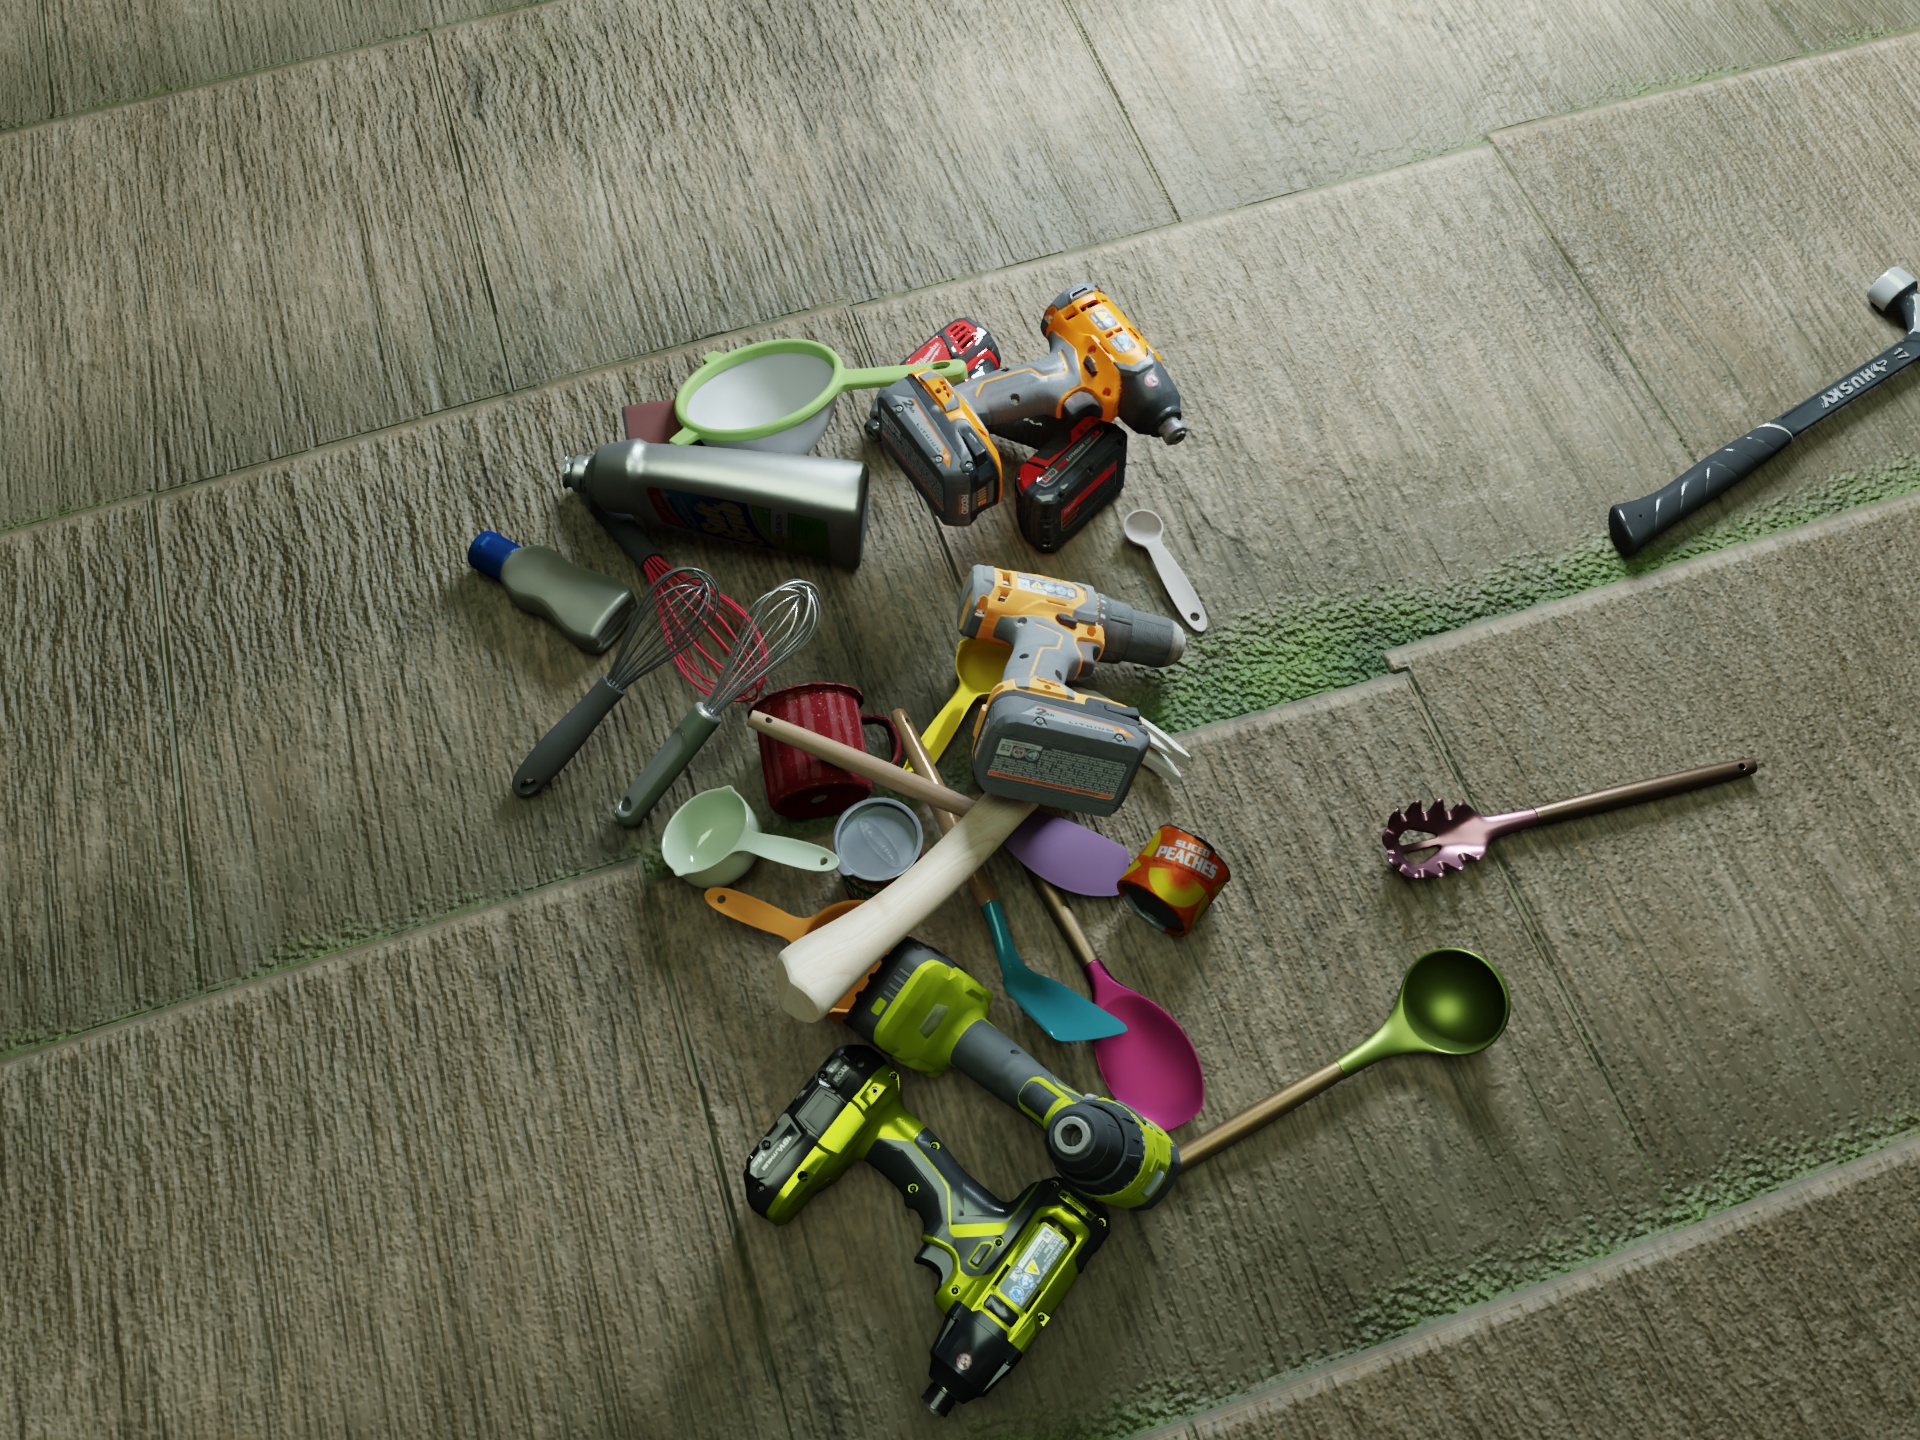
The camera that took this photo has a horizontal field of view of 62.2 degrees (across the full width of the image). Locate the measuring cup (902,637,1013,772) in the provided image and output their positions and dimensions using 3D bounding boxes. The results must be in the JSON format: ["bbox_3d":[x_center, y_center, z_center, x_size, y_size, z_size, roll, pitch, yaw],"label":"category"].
[{"bbox_3d":[-0.002,-0.004,1.296,0.062,0.029,0.156,32,80,17],"label":"measuring cup"}]

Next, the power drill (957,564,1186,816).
[{"bbox_3d":[0.092,-0.029,1.215,0.185,0.084,0.226,12,37,-10],"label":"power drill"}]

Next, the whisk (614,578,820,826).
[{"bbox_3d":[-0.192,-0.012,1.241,0.246,0.059,0.058,-50,55,9],"label":"whisk"}]

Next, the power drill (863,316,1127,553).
[{"bbox_3d":[0.027,-0.251,1.387,0.220,0.078,0.143,40,71,22],"label":"power drill"}]

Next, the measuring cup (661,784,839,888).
[{"bbox_3d":[-0.152,0.101,1.205,0.168,0.038,0.083,10,60,33],"label":"measuring cup"}]

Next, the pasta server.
[{"bbox_3d":[0.473,0.068,1.233,0.316,0.040,0.060,-12,76,-6],"label":"pasta server"}]

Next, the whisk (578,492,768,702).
[{"bbox_3d":[-0.251,-0.120,1.339,0.073,0.073,0.296,-34,62,-14],"label":"whisk"}]

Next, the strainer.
[{"bbox_3d":[-0.117,-0.270,1.380,0.256,0.069,0.152,-4,43,10],"label":"strainer"}]

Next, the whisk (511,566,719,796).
[{"bbox_3d":[-0.278,-0.029,1.259,0.239,0.055,0.055,-47,69,8],"label":"whisk"}]

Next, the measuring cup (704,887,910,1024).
[{"bbox_3d":[-0.113,0.169,1.195,0.174,0.052,0.095,20,65,19],"label":"measuring cup"}]

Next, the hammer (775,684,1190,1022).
[{"bbox_3d":[0.017,0.090,1.139,0.146,0.038,0.411,31,42,17],"label":"hammer"}]

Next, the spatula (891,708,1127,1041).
[{"bbox_3d":[0.019,0.112,1.207,0.082,0.044,0.318,4,50,-45],"label":"spatula"}]

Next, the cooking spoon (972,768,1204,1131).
[{"bbox_3d":[0.087,0.164,1.207,0.069,0.017,0.319,-29,66,-1],"label":"cooking spoon"}]

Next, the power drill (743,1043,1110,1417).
[{"bbox_3d":[-0.033,0.344,1.090,0.223,0.080,0.171,35,70,14],"label":"power drill"}]

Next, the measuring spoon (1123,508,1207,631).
[{"bbox_3d":[0.176,-0.125,1.354,0.034,0.018,0.124,-24,72,-10],"label":"measuring spoon"}]

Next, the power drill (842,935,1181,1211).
[{"bbox_3d":[0.035,0.241,1.070,0.229,0.190,0.080,32,83,27],"label":"power drill"}]

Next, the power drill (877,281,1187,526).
[{"bbox_3d":[0.065,-0.250,1.295,0.226,0.084,0.164,-30,66,-15],"label":"power drill"}]

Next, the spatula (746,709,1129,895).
[{"bbox_3d":[-0.014,0.061,1.205,0.315,0.018,0.060,24,53,-9],"label":"spatula"}]

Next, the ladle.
[{"bbox_3d":[0.250,0.259,1.135,0.320,0.062,0.078,-27,67,-8],"label":"ladle"}]

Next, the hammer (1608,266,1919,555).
[{"bbox_3d":[0.728,-0.254,1.389,0.409,0.036,0.149,-31,68,-13],"label":"hammer"}]
